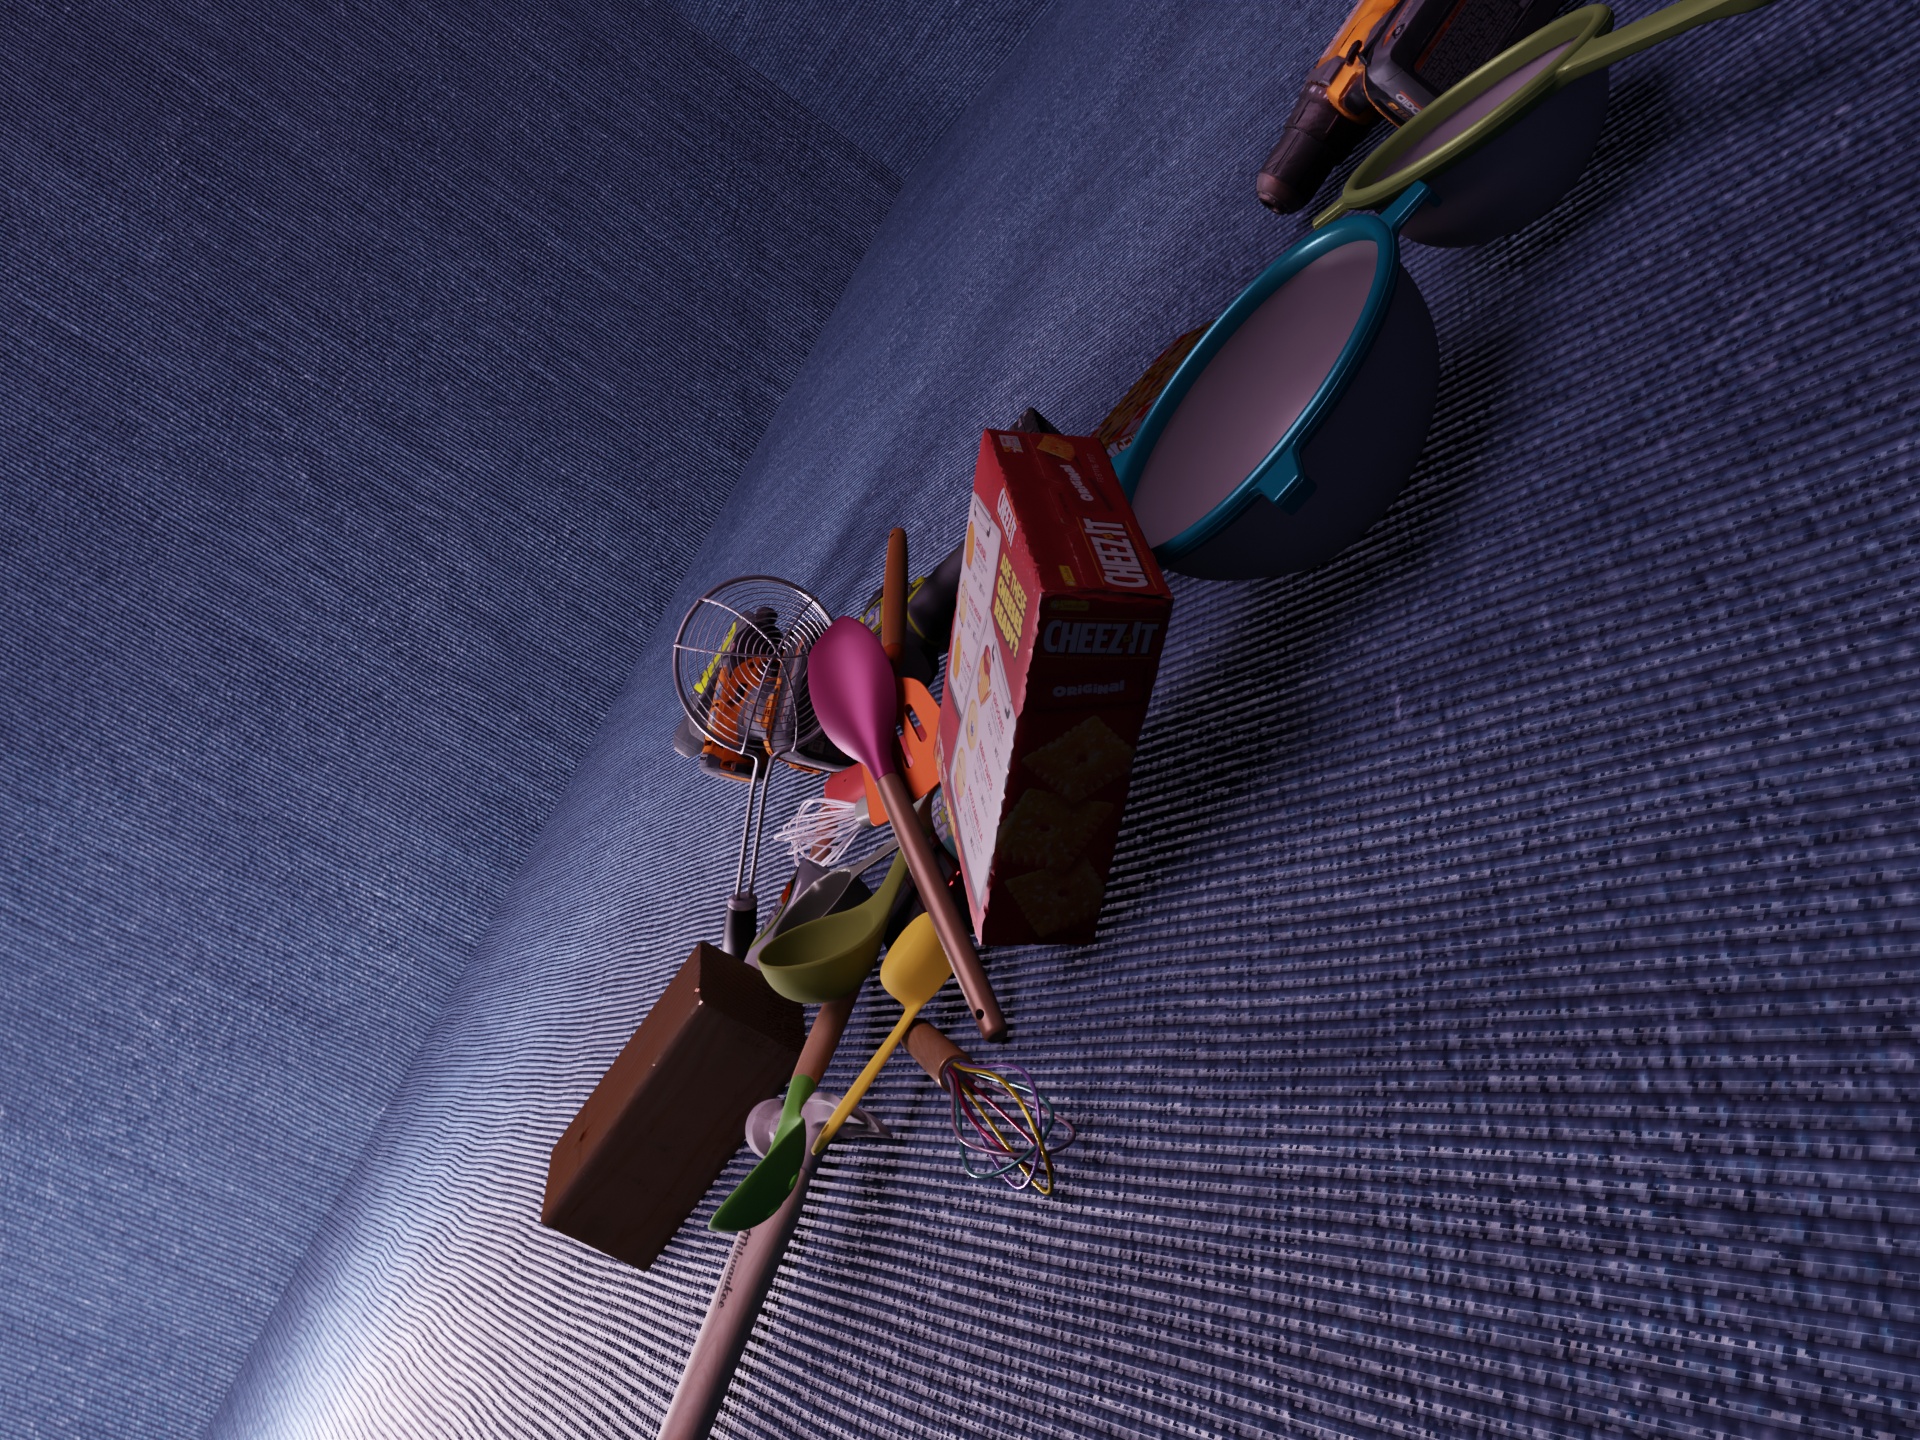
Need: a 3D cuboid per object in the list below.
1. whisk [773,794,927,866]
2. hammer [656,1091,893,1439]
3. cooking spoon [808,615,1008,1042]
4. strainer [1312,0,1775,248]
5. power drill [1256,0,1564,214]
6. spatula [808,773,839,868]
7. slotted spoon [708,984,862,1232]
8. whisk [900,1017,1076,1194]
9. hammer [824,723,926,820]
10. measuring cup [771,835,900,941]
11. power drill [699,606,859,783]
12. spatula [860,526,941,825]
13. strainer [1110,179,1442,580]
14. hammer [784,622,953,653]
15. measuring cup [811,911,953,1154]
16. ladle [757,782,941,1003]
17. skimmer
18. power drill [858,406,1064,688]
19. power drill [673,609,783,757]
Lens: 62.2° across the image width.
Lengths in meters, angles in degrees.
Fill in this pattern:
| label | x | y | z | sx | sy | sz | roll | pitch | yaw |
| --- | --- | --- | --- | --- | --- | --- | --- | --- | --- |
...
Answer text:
| label | x | y | z | sx | sy | sz | roll | pitch | yaw |
| --- | --- | --- | --- | --- | --- | --- | --- | --- | --- |
| whisk | -0.071 | 0.069 | 1.173 | 0.246 | 0.057 | 0.059 | -25 | 59 | 55 |
| hammer | -0.152 | 0.400 | 0.874 | 0.146 | 0.038 | 0.411 | -25 | 37 | 58 |
| cooking spoon | -0.035 | 0.054 | 0.938 | 0.068 | 0.017 | 0.319 | -46 | 48 | 24 |
| strainer | 0.297 | -0.288 | 0.767 | 0.151 | 0.069 | 0.256 | -44 | 17 | -14 |
| power drill | 0.277 | -0.417 | 1.031 | 0.185 | 0.084 | 0.226 | -55 | 13 | 10 |
| spatula | -0.101 | 0.038 | 1.376 | 0.059 | 0.018 | 0.316 | -43 | 22 | 32 |
| slotted spoon | -0.086 | 0.202 | 0.949 | 0.070 | 0.031 | 0.314 | -54 | 5 | 21 |
| whisk | 0.004 | 0.189 | 0.807 | 0.051 | 0.047 | 0.245 | -48 | 12 | -9 |
| hammer | -0.002 | -0.004 | 1.150 | 0.359 | 0.036 | 0.149 | -31 | 31 | 54 |
| measuring cup | -0.058 | 0.116 | 1.118 | 0.167 | 0.038 | 0.083 | -37 | 16 | 9 |
| power drill | -0.154 | -0.029 | 1.396 | 0.226 | 0.084 | 0.164 | -6 | 72 | 60 |
| spatula | -0.039 | -0.052 | 1.078 | 0.081 | 0.041 | 0.323 | -40 | 24 | 21 |
| strainer | 0.148 | -0.134 | 0.873 | 0.211 | 0.095 | 0.340 | -63 | 17 | -20 |
| hammer | -0.107 | -0.045 | 1.462 | 0.149 | 0.036 | 0.409 | -58 | 20 | -23 |
| measuring cup | -0.048 | 0.173 | 0.900 | 0.156 | 0.029 | 0.062 | -55 | 10 | -28 |
| ladle | -0.019 | 0.037 | 0.991 | 0.320 | 0.062 | 0.078 | -58 | 22 | -6 |
| skimmer | -0.163 | 0.070 | 1.193 | 0.090 | 0.127 | 0.363 | -122 | 36 | -49 |
| power drill | 0.007 | -0.127 | 1.218 | 0.223 | 0.080 | 0.171 | -45 | 17 | 16 |
| power drill | -0.271 | -0.030 | 1.856 | 0.190 | 0.080 | 0.228 | -58 | 15 | 0 |
